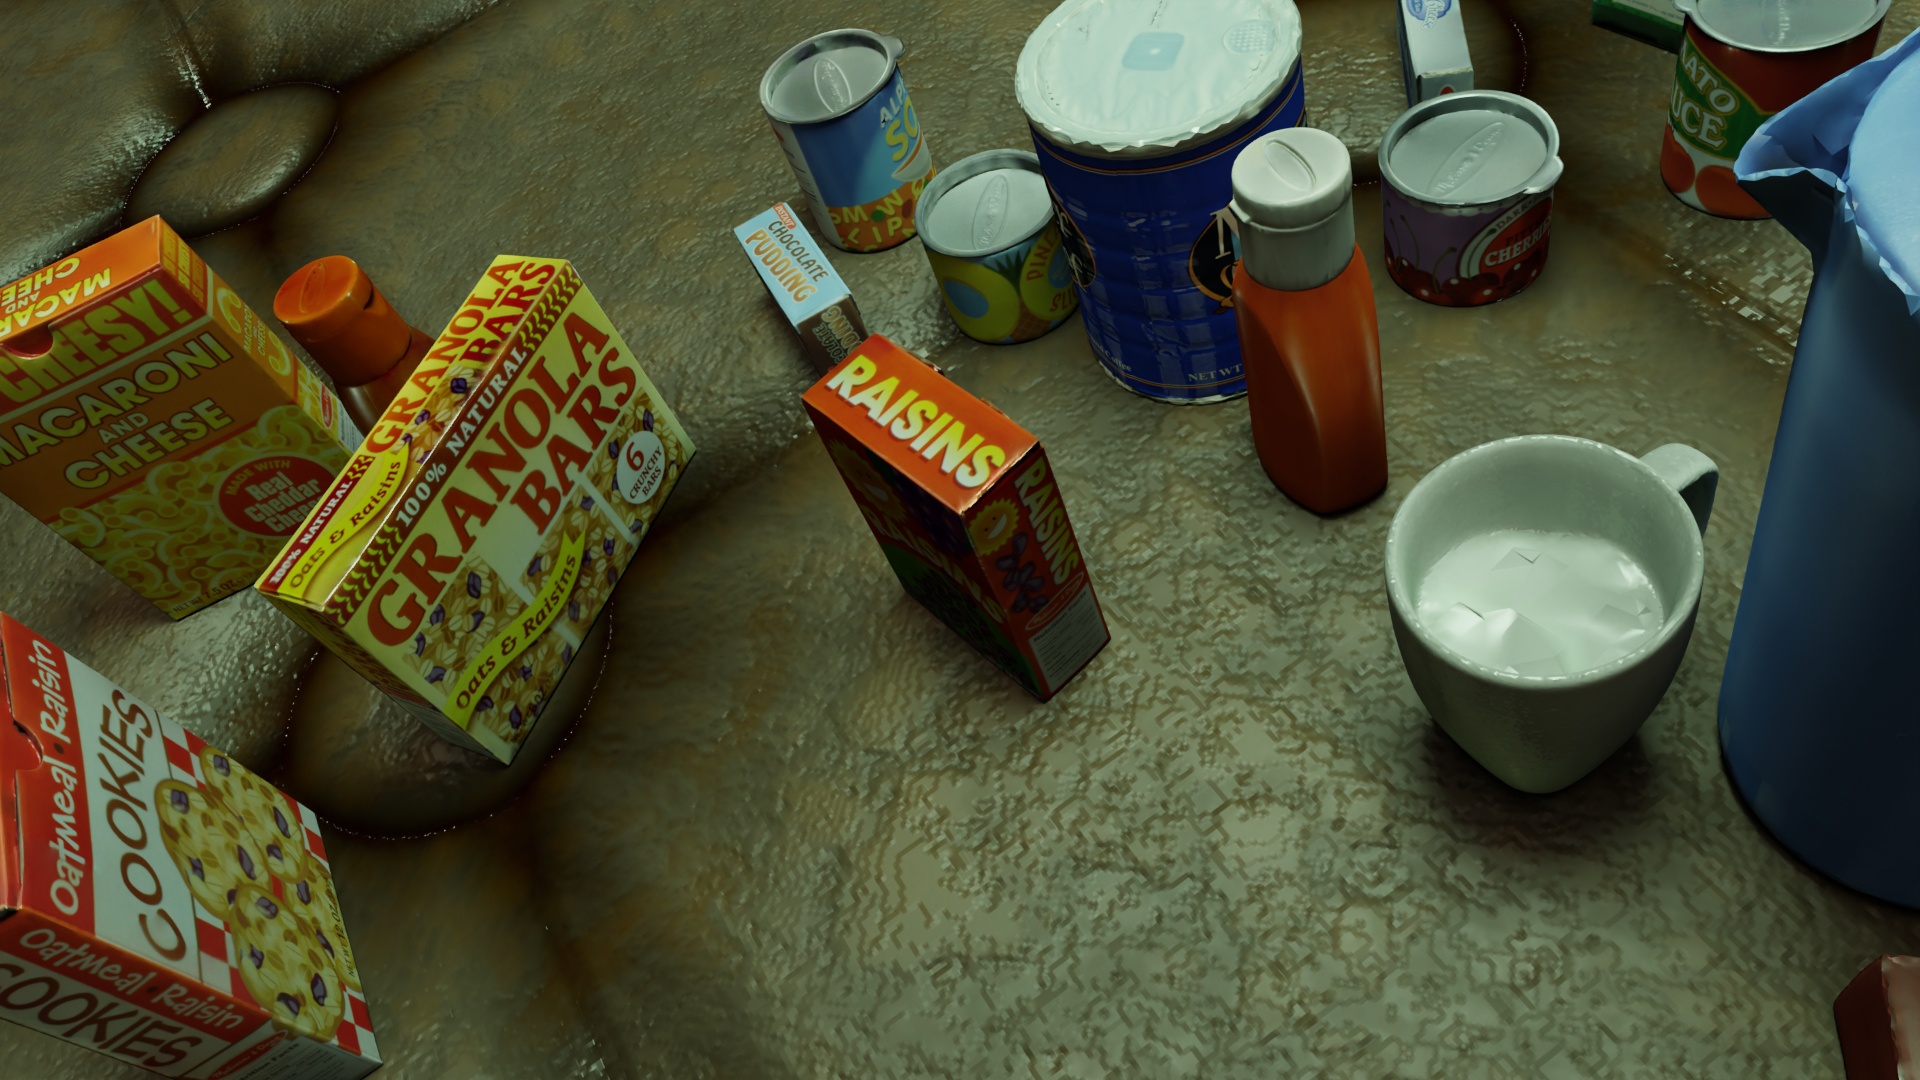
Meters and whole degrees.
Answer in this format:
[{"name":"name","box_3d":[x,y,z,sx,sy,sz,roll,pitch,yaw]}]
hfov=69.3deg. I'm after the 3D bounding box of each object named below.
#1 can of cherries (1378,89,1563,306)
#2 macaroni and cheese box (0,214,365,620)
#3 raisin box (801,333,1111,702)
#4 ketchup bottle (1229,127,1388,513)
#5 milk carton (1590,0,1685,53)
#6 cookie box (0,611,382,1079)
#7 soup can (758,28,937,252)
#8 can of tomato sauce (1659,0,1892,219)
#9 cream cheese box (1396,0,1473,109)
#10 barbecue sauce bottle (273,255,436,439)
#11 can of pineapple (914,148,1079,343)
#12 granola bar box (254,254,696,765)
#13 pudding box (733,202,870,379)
[{"name":"can of cherries","box_3d":[0.206,-0.136,0.560,0.071,0.058,0.072,-9,53,12]},{"name":"macaroni and cheese box","box_3d":[-0.348,-0.046,0.612,0.124,0.165,0.040,-27,52,-1]},{"name":"raisin box","box_3d":[0.002,-0.006,0.493,0.040,0.123,0.086,-43,54,-13]},{"name":"ketchup bottle","box_3d":[0.121,-0.075,0.487,0.043,0.148,0.065,-26,52,0]},{"name":"milk carton","box_3d":[0.314,-0.296,0.555,0.072,0.189,0.073,-41,53,-12]},{"name":"cookie box","box_3d":[-0.273,0.114,0.471,0.040,0.166,0.123,-33,52,-6]},{"name":"soup can","box_3d":[-0.048,-0.192,0.669,0.071,0.083,0.072,-9,53,12]},{"name":"can of tomato sauce","box_3d":[0.310,-0.177,0.539,0.071,0.082,0.071,-9,53,12]},{"name":"cream cheese box","box_3d":[0.211,-0.220,0.622,0.024,0.053,0.104,-5,54,15]},{"name":"barbecue sauce bottle","box_3d":[-0.229,-0.056,0.590,0.043,0.148,0.065,-15,52,8]},{"name":"can of pineapple","box_3d":[0.020,-0.130,0.618,0.071,0.057,0.071,-9,53,12]},{"name":"granola bar box","box_3d":[-0.184,-0.013,0.559,0.039,0.123,0.166,11,60,25]},{"name":"pudding box","box_3d":[-0.070,-0.113,0.641,0.030,0.049,0.084,-30,52,-4]}]
